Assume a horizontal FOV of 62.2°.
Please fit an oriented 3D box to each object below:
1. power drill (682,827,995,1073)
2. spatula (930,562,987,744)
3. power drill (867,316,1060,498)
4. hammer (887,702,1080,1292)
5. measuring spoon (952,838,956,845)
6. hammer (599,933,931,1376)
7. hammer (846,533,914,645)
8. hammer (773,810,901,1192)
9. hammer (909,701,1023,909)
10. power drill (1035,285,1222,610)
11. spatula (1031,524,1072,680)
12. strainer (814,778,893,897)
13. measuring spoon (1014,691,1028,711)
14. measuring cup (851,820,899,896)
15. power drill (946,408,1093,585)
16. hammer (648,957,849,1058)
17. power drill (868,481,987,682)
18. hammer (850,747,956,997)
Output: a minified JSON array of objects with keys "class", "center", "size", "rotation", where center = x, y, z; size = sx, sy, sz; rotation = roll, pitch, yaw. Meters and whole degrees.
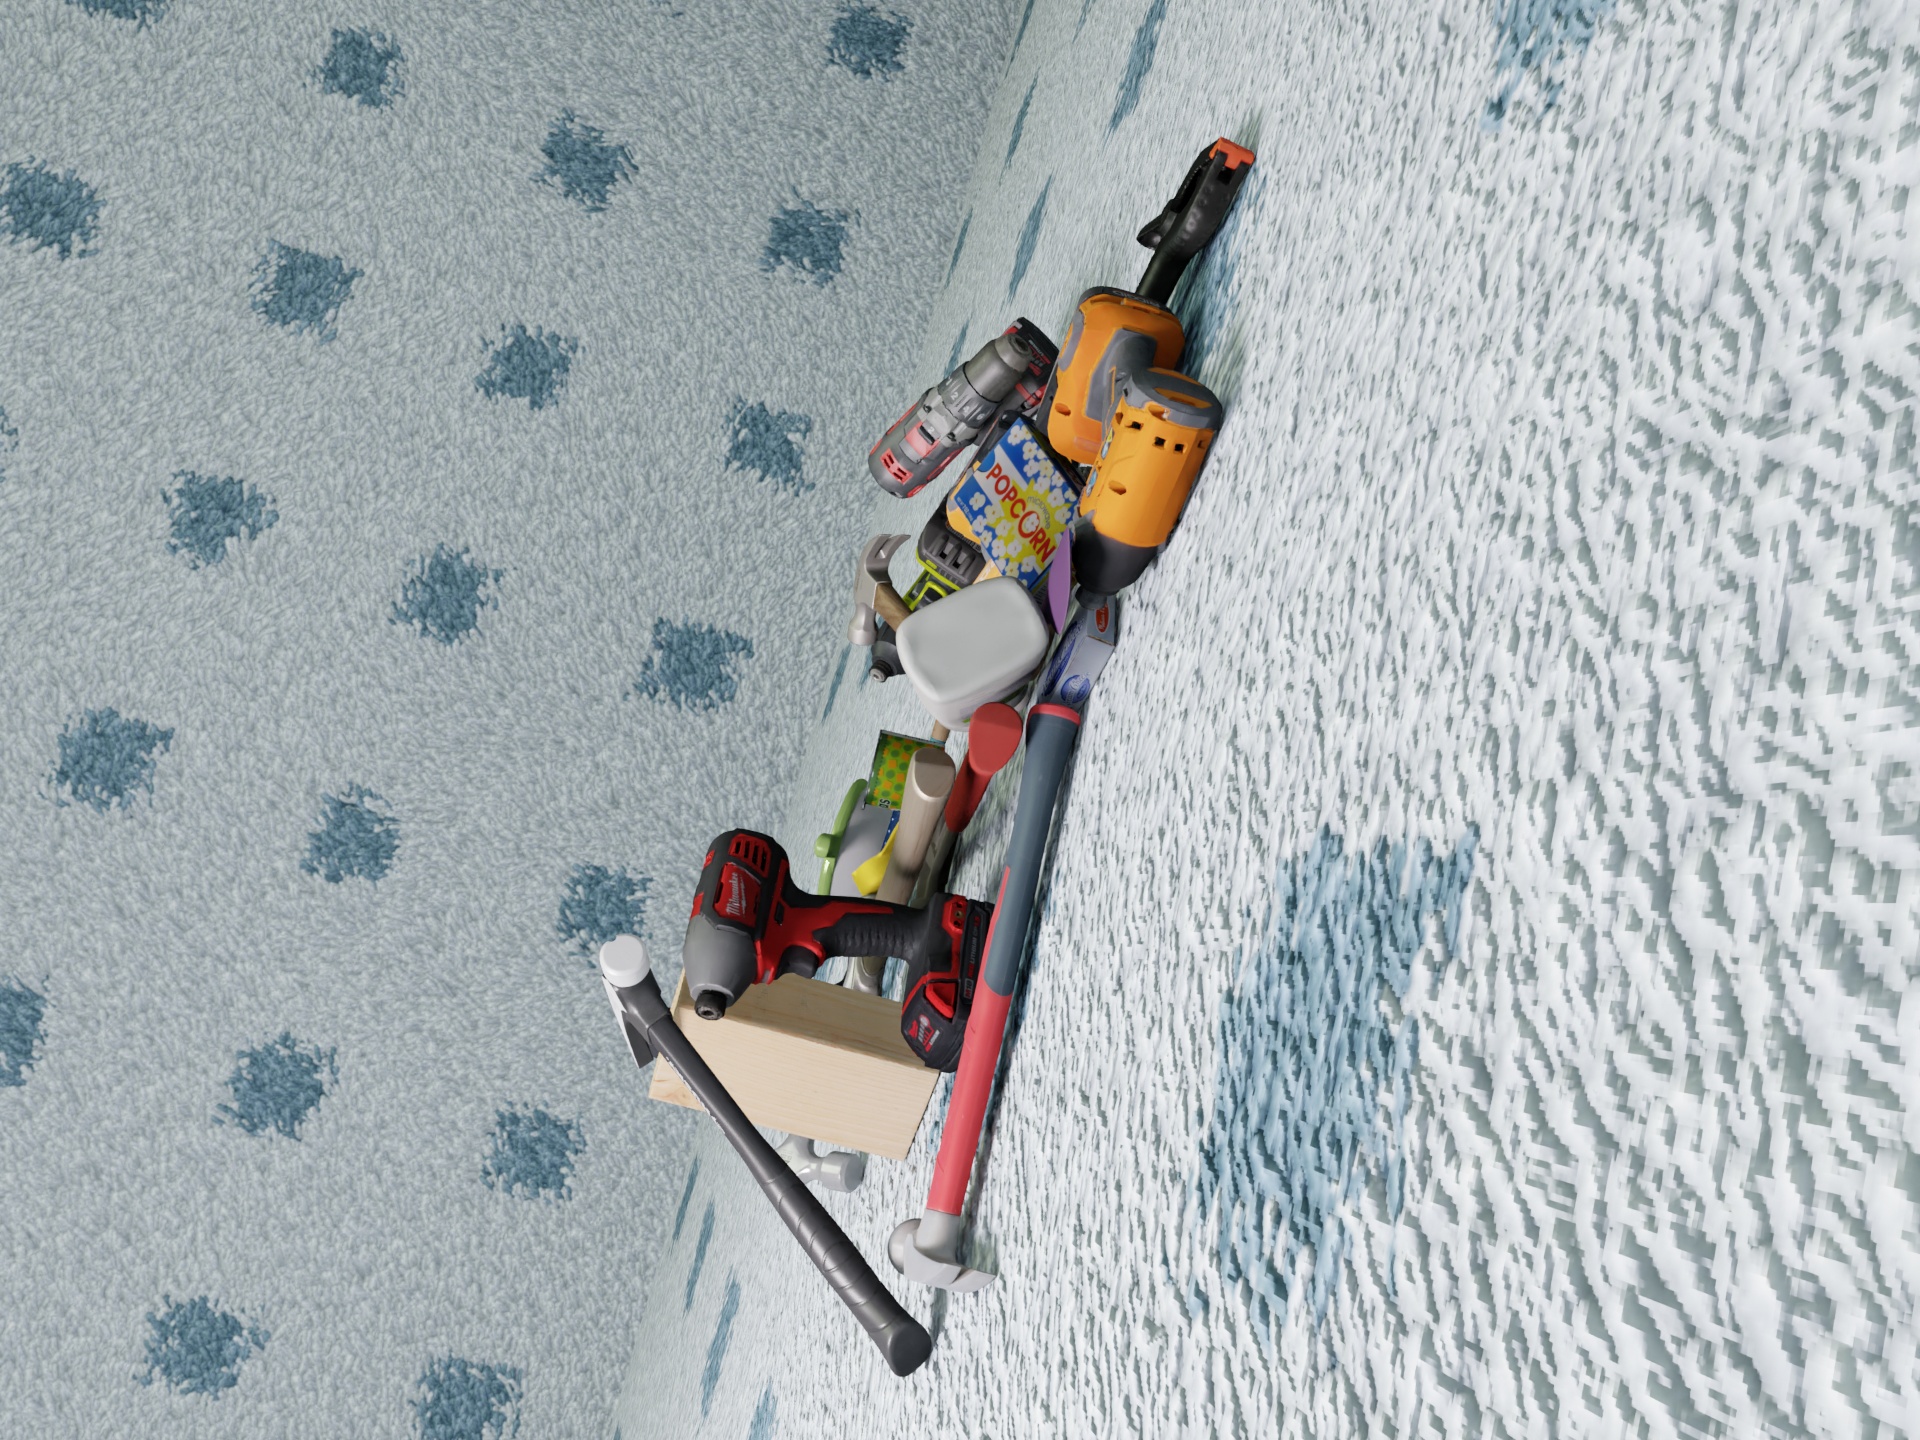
[{"class":"power drill","center":[-0.087,0.168,1.129],"size":[0.078,0.219,0.143],"rotation":[117,167,-46]},{"class":"spatula","center":[-0.002,-0.005,1.464],"size":[0.082,0.044,0.317],"rotation":[-136,63,-77]},{"class":"power drill","center":[0.024,-0.302,1.463],"size":[0.188,0.080,0.227],"rotation":[-40,3,35]},{"class":"hammer","center":[0.028,0.168,1.032],"size":[0.143,0.038,0.386],"rotation":[137,148,-69]},{"class":"measuring spoon","center":[-0.019,0.142,1.430],"size":[0.021,0.011,0.117],"rotation":[9,78,62]},{"class":"hammer","center":[-0.134,0.295,1.065],"size":[0.035,0.335,0.146],"rotation":[-33,-26,-23]},{"class":"hammer","center":[-0.028,-0.065,1.415],"size":[0.332,0.031,0.130],"rotation":[-130,43,-52]},{"class":"hammer","center":[-0.102,0.234,1.496],"size":[0.035,0.144,0.406],"rotation":[51,-131,-47]},{"class":"hammer","center":[0.004,0.056,1.248],"size":[0.359,0.036,0.149],"rotation":[110,173,-68]},{"class":"power drill","center":[0.106,-0.187,1.082],"size":[0.227,0.084,0.164],"rotation":[-94,21,-56]},{"class":"spatula","center":[0.061,-0.067,1.142],"size":[0.316,0.018,0.060],"rotation":[101,169,-79]},{"class":"strainer","center":[-0.099,0.136,1.615],"size":[0.256,0.069,0.151],"rotation":[60,-134,-84]},{"class":"measuring spoon","center":[0.049,-0.050,1.333],"size":[0.018,0.034,0.124],"rotation":[-41,20,29]},{"class":"measuring cup","center":[-0.053,0.119,1.440],"size":[0.029,0.062,0.156],"rotation":[63,147,24]},{"class":"power drill","center":[0.057,-0.173,1.322],"size":[0.185,0.084,0.226],"rotation":[-54,22,32]},{"class":"hammer","center":[-0.182,0.268,1.499],"size":[0.408,0.036,0.149],"rotation":[14,-85,-70]},{"class":"power drill","center":[-0.016,-0.139,1.572],"size":[0.171,0.080,0.223],"rotation":[-55,0,-34]},{"class":"hammer","center":[-0.052,0.143,1.267],"size":[0.410,0.038,0.146],"rotation":[109,167,-61]}]
